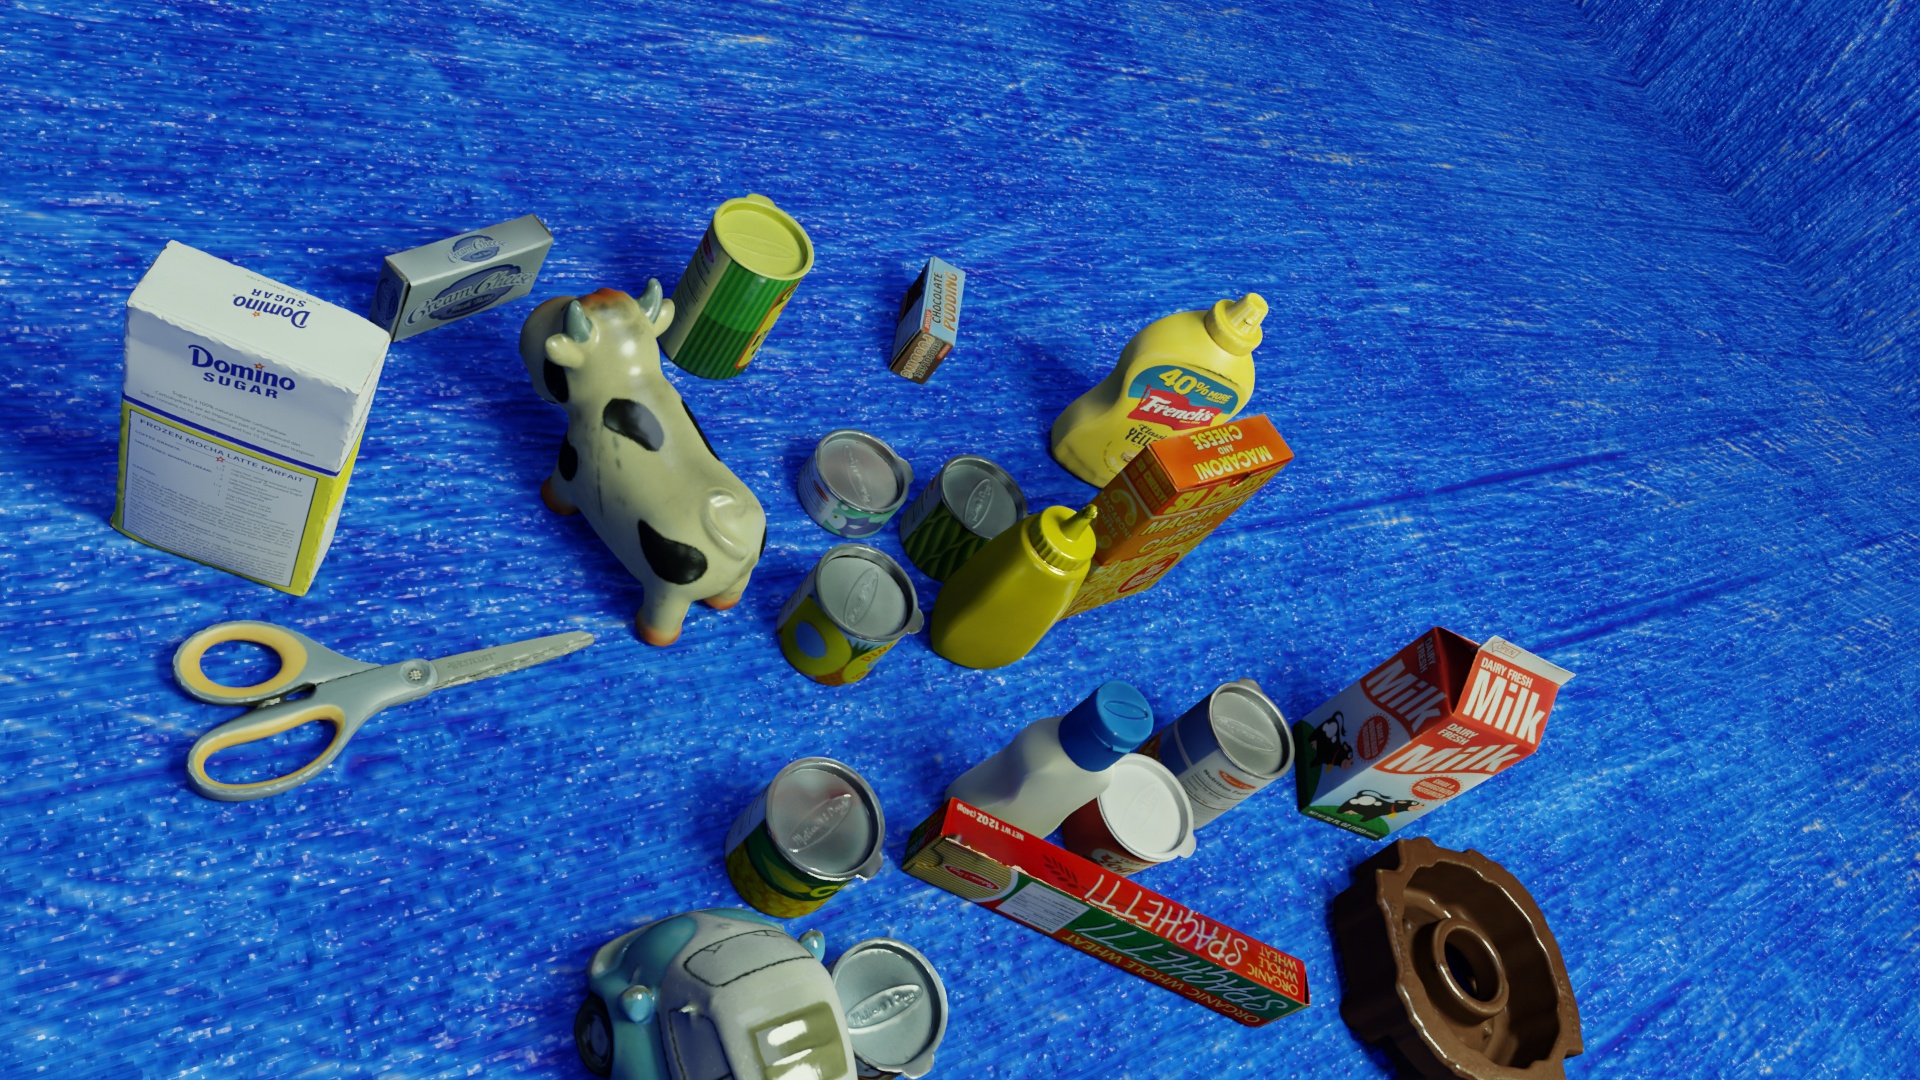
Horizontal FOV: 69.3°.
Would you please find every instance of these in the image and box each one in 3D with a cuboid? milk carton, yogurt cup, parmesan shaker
[{"bbox_3d":[0.310,0.122,0.923,0.072,0.189,0.074,23,47,-19],"label":"milk carton"},{"bbox_3d":[0.097,0.169,0.835,0.072,0.053,0.073,19,48,-23],"label":"yogurt cup"},{"bbox_3d":[-0.145,-0.160,0.886,0.071,0.102,0.072,19,48,-23],"label":"parmesan shaker"}]

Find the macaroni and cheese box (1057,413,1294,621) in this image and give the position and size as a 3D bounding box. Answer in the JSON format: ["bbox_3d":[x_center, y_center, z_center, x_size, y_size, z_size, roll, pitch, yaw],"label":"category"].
[{"bbox_3d":[0.124,-0.011,0.913,0.124,0.165,0.040,-16,68,-42],"label":"macaroni and cheese box"}]

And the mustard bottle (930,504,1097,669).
[{"bbox_3d":[0.040,0.022,0.833,0.065,0.159,0.049,18,49,-23],"label":"mustard bottle"}]

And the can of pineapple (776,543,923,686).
[{"bbox_3d":[-0.066,0.045,0.814,0.071,0.057,0.071,19,48,-23],"label":"can of pineapple"}]

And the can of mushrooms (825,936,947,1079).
[{"bbox_3d":[-0.042,0.239,0.698,0.071,0.033,0.071,19,48,-23],"label":"can of mushrooms"}]

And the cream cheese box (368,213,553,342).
[{"bbox_3d":[-0.292,-0.154,0.814,0.024,0.053,0.104,49,44,6],"label":"cream cheese box"}]

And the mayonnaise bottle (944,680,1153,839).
[{"bbox_3d":[0.050,0.126,0.768,0.065,0.147,0.041,15,50,-26],"label":"mayonnaise bottle"}]

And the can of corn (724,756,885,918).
[{"bbox_3d":[-0.080,0.156,0.718,0.071,0.058,0.071,19,48,-23],"label":"can of corn"}]

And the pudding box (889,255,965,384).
[{"bbox_3d":[-0.024,-0.161,1.010,0.030,0.049,0.084,24,47,-19],"label":"pudding box"}]

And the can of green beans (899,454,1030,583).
[{"bbox_3d":[0.001,-0.013,0.907,0.071,0.057,0.071,19,48,-23],"label":"can of green beans"}]

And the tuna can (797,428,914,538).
[{"bbox_3d":[-0.067,-0.036,0.895,0.071,0.032,0.071,19,48,-23],"label":"tuna can"}]

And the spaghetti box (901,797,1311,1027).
[{"bbox_3d":[0.087,0.217,0.794,0.250,0.050,0.029,28,46,-15],"label":"spaghetti box"}]

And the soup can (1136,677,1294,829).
[{"bbox_3d":[0.160,0.136,0.884,0.071,0.083,0.072,19,48,-23],"label":"soup can"}]
